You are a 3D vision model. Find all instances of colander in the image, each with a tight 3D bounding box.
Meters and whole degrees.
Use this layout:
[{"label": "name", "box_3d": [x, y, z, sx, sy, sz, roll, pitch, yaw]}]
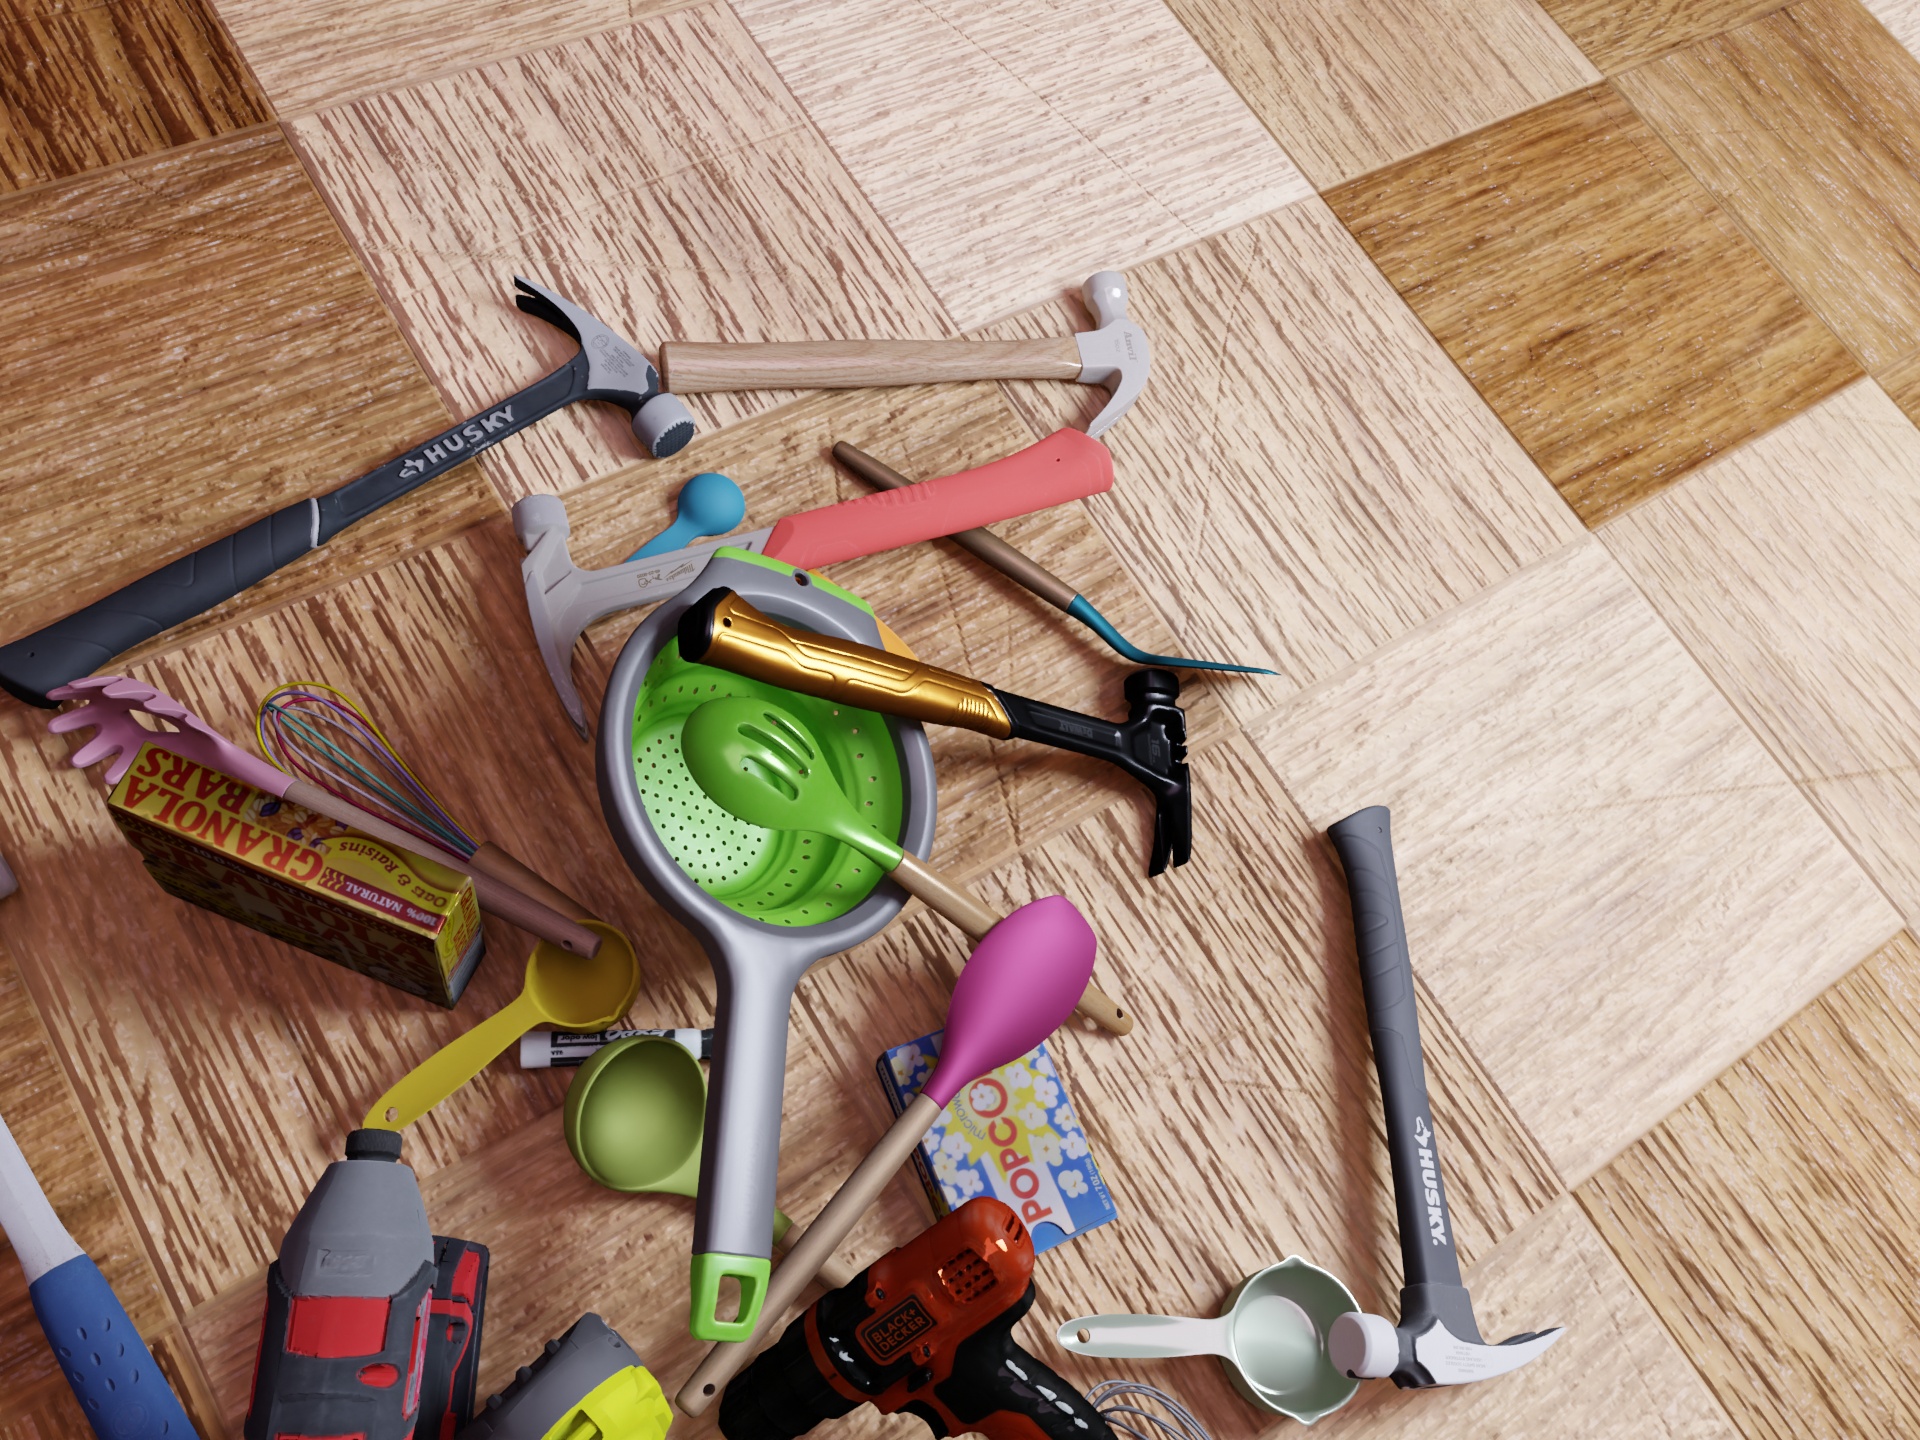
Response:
[{"label": "colander", "box_3d": [-0.122, 0.109, 0.822, 0.204, 0.094, 0.397, 20, 60, -34]}]

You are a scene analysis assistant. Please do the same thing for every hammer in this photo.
[{"label": "hammer", "box_3d": [-0.031, -0.236, 1.056, 0.331, 0.031, 0.130, -5, 67, -15]}, {"label": "hammer", "box_3d": [-0.362, -0.129, 0.928, 0.409, 0.036, 0.149, -36, 77, -24]}, {"label": "hammer", "box_3d": [-0.001, -0.003, 0.879, 0.336, 0.034, 0.127, 15, 61, -34]}, {"label": "hammer", "box_3d": [-0.429, 0.249, 0.736, 0.144, 0.035, 0.406, -32, 76, -24]}, {"label": "hammer", "box_3d": [-0.077, -0.102, 0.951, 0.359, 0.036, 0.149, -15, 73, -11]}, {"label": "hammer", "box_3d": [0.255, 0.201, 0.906, 0.146, 0.035, 0.335, 16, 56, -27]}]

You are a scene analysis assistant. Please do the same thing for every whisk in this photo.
[{"label": "whisk", "box_3d": [0.156, 0.415, 0.794, 0.239, 0.055, 0.055, 39, 63, 1]}, {"label": "whisk", "box_3d": [-0.277, 0.057, 0.858, 0.245, 0.051, 0.047, 35, 57, 1]}]

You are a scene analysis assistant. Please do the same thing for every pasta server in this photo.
[{"label": "pasta server", "box_3d": [-0.329, 0.053, 0.823, 0.316, 0.060, 0.040, 25, 34, 8]}]

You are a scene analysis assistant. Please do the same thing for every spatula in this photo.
[{"label": "spatula", "box_3d": [0.055, -0.097, 1.003, 0.317, 0.082, 0.044, 34, 98, 8]}]

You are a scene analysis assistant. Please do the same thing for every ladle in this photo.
[{"label": "ladle", "box_3d": [-0.066, 0.274, 0.800, 0.320, 0.062, 0.078, 38, 63, 3]}]

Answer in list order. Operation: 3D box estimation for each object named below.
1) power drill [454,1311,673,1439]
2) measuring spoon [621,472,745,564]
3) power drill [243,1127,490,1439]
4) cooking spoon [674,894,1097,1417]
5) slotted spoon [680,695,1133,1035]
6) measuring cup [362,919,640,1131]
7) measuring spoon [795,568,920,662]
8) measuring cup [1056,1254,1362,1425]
[{"label": "power drill", "box_3d": [-0.106, 0.379, 0.686, 0.229, 0.190, 0.080, 39, 63, 22]}, {"label": "measuring spoon", "box_3d": [-0.179, -0.109, 0.967, 0.042, 0.021, 0.129, 38, 62, 6]}, {"label": "power drill", "box_3d": [-0.248, 0.259, 0.670, 0.078, 0.219, 0.143, 5, 65, -11]}, {"label": "cooking spoon", "box_3d": [-0.031, 0.213, 0.803, 0.319, 0.017, 0.068, -48, 109, -24]}, {"label": "slotted spoon", "box_3d": [-0.016, 0.086, 0.841, 0.313, 0.031, 0.070, 39, 48, -25]}, {"label": "measuring cup", "box_3d": [-0.232, 0.162, 0.811, 0.156, 0.029, 0.062, -36, 70, -14]}, {"label": "measuring spoon", "box_3d": [-0.067, -0.062, 0.981, 0.117, 0.011, 0.021, 43, 63, 4]}, {"label": "measuring cup", "box_3d": [0.128, 0.324, 0.832, 0.167, 0.038, 0.083, 4, 65, -9]}]
